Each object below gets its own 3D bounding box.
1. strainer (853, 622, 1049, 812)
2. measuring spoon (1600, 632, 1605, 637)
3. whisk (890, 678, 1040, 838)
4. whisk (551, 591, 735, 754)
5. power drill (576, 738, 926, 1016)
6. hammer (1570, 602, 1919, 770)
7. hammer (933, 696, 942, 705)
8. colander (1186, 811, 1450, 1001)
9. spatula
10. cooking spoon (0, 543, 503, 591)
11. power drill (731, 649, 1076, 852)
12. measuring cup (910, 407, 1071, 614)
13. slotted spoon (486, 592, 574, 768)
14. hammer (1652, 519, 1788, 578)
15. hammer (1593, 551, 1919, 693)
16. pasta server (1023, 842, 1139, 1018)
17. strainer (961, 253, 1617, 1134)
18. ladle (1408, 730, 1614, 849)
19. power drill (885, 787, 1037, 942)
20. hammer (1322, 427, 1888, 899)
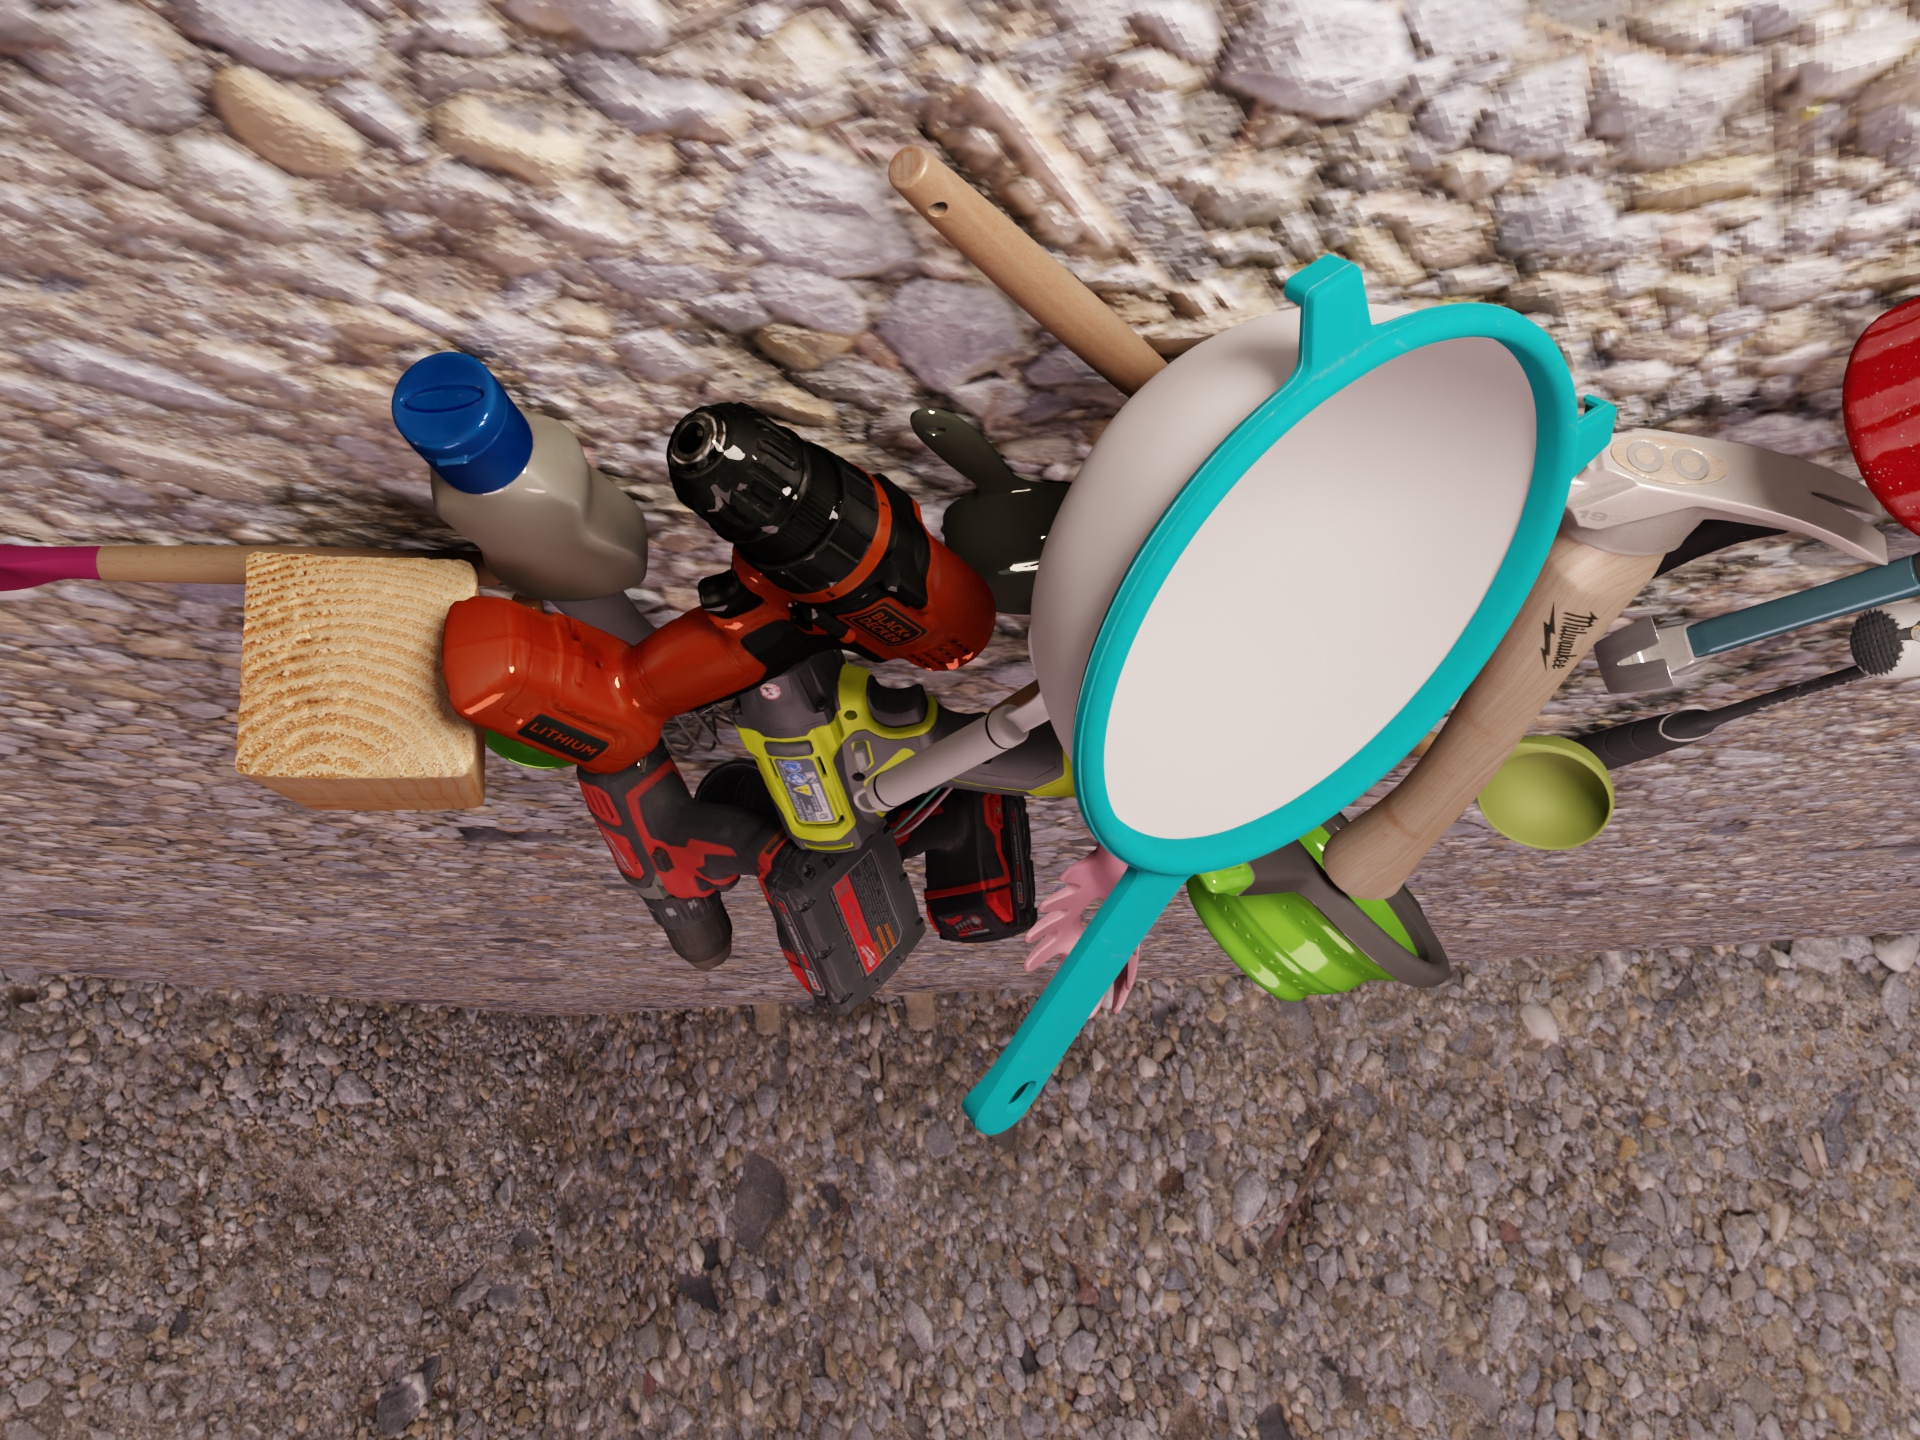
[{"bbox_3d":[0.027,0.002,0.714,0.086,0.050,0.258,41,140,-18],"label":"strainer"},{"bbox_3d":[0.311,-0.036,0.865,0.034,0.018,0.124,1,166,-10],"label":"measuring spoon"},{"bbox_3d":[0.006,0.012,0.906,0.047,0.051,0.245,33,134,-27],"label":"whisk"},{"bbox_3d":[-0.160,-0.035,0.783,0.055,0.055,0.238,-3,161,9],"label":"whisk"},{"bbox_3d":[-0.133,0.107,0.998,0.227,0.080,0.187,15,136,38],"label":"power drill"},{"bbox_3d":[0.455,-0.003,0.957,0.149,0.036,0.409,-5,169,-17],"label":"hammer"},{"bbox_3d":[0.042,0.027,1.064,0.331,0.031,0.130,8,163,-32],"label":"hammer"},{"bbox_3d":[0.181,0.110,0.973,0.094,0.205,0.397,-44,159,16],"label":"colander"},{"bbox_3d":[0.070,-0.115,0.547,0.060,0.018,0.315,-26,155,25],"label":"spatula"},{"bbox_3d":[-0.348,-0.069,0.695,0.319,0.017,0.068,1,170,-5],"label":"cooking spoon"},{"bbox_3d":[-0.001,-0.003,0.809,0.223,0.080,0.171,-2,139,11],"label":"power drill"},{"bbox_3d":[0.015,-0.079,0.636,0.083,0.038,0.167,-6,167,19],"label":"measuring cup"},{"bbox_3d":[-0.228,-0.019,0.851,0.070,0.031,0.313,8,166,-12],"label":"slotted spoon"},{"bbox_3d":[0.257,-0.051,0.771,0.146,0.035,0.334,3,165,-19],"label":"hammer"},{"bbox_3d":[0.431,-0.069,0.684,0.128,0.033,0.331,-12,173,-42],"label":"hammer"},{"bbox_3d":[0.077,0.025,0.737,0.060,0.040,0.316,24,135,18],"label":"pasta server"},{"bbox_3d":[0.069,-0.005,0.558,0.210,0.095,0.340,6,122,-46],"label":"strainer"},{"bbox_3d":[0.249,0.021,0.876,0.320,0.062,0.078,12,147,-36],"label":"ladle"},{"bbox_3d":[-0.041,0.102,1.132,0.078,0.143,0.219,-15,162,36],"label":"power drill"},{"bbox_3d":[0.260,0.002,0.753,0.146,0.038,0.410,10,153,3],"label":"hammer"}]
